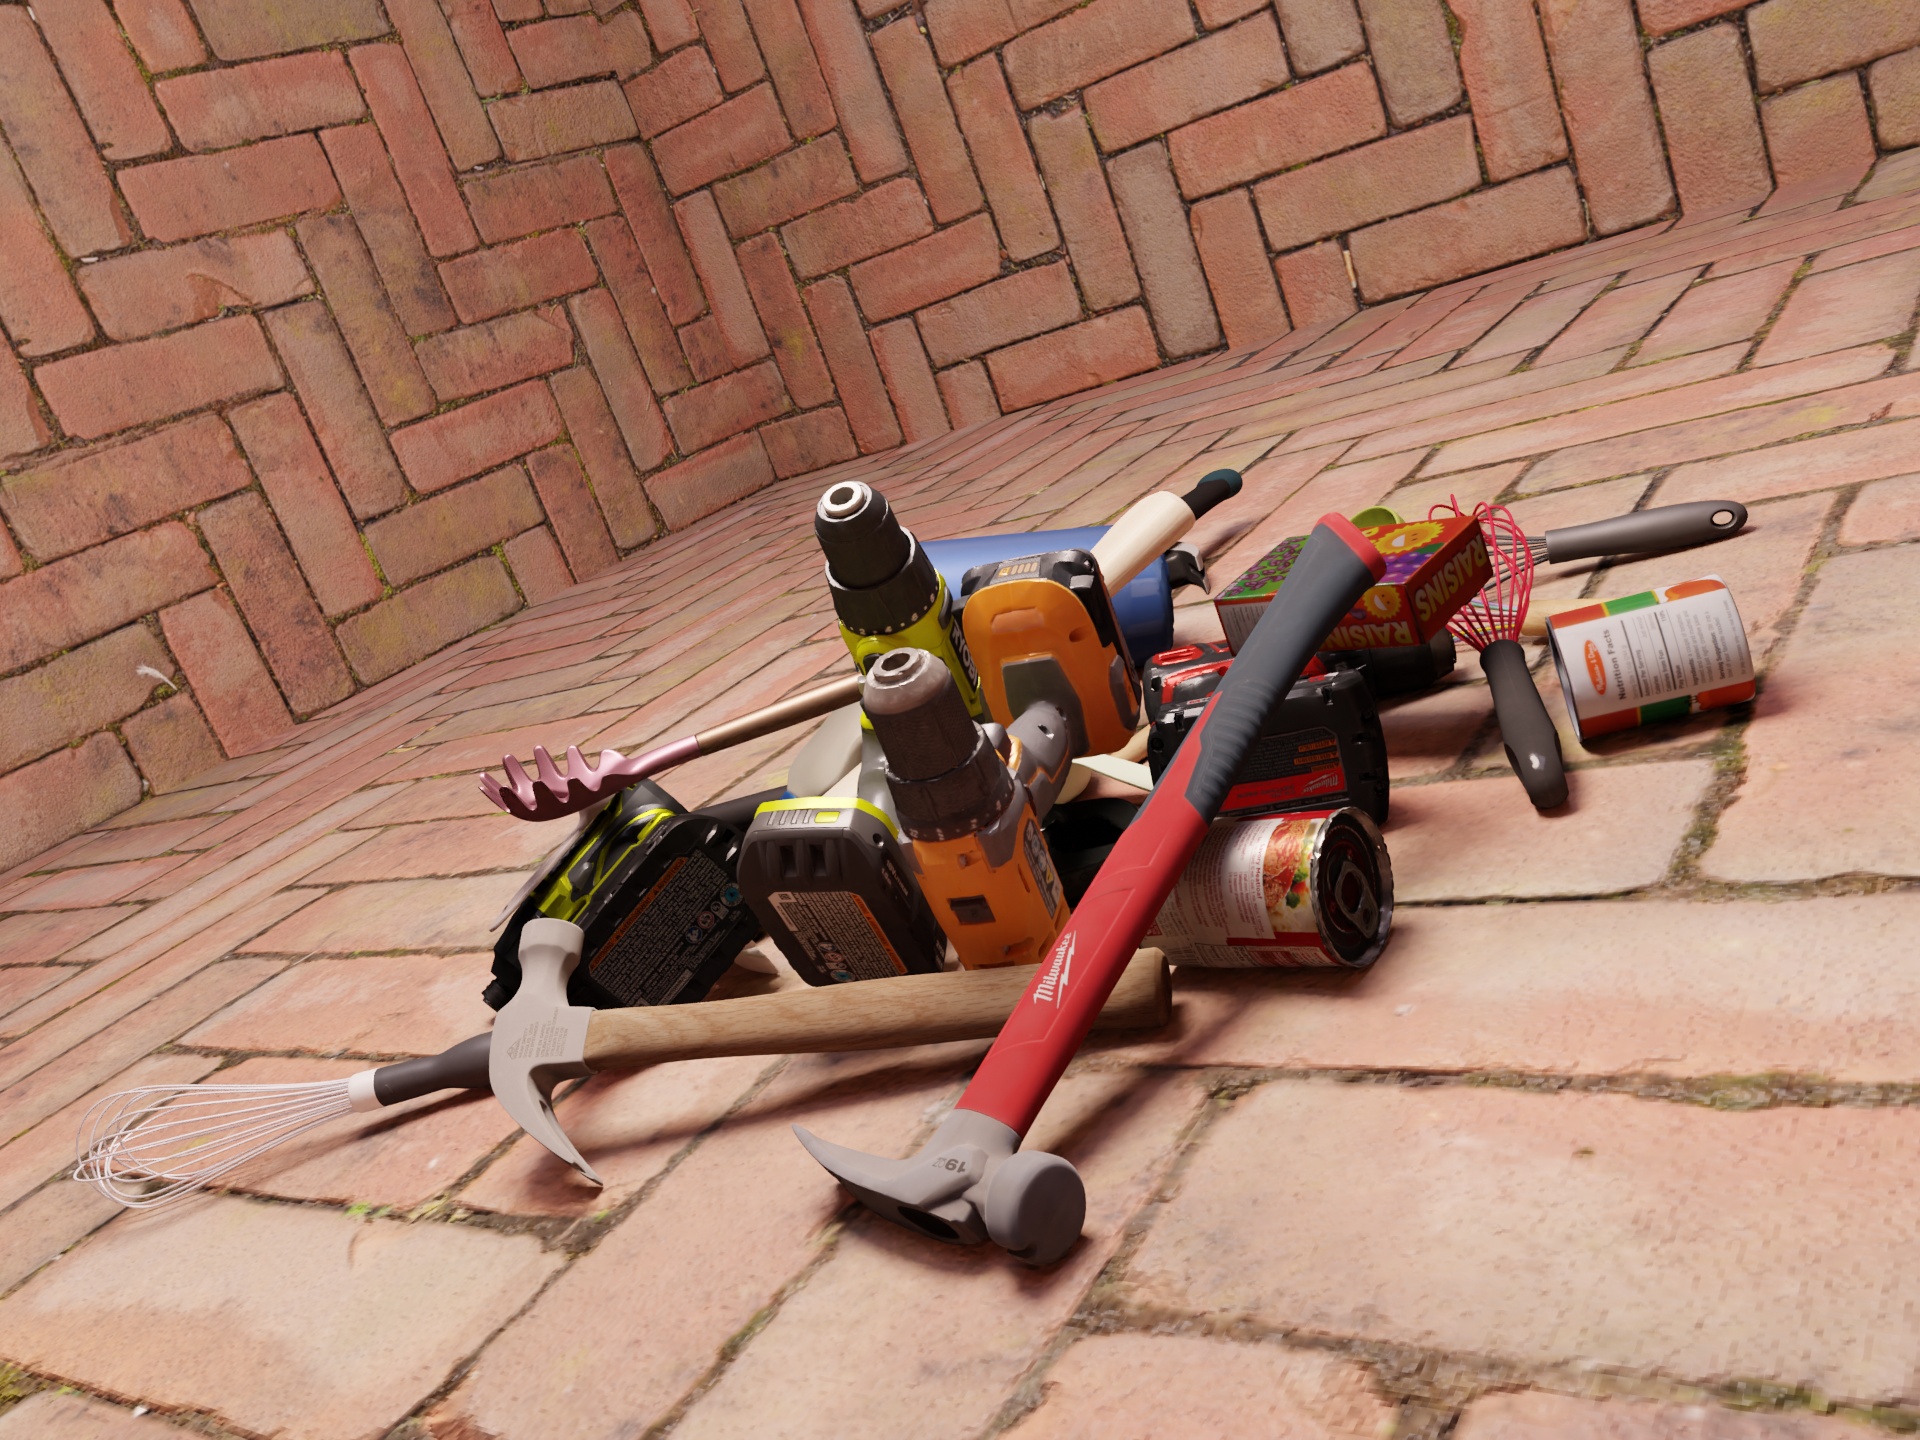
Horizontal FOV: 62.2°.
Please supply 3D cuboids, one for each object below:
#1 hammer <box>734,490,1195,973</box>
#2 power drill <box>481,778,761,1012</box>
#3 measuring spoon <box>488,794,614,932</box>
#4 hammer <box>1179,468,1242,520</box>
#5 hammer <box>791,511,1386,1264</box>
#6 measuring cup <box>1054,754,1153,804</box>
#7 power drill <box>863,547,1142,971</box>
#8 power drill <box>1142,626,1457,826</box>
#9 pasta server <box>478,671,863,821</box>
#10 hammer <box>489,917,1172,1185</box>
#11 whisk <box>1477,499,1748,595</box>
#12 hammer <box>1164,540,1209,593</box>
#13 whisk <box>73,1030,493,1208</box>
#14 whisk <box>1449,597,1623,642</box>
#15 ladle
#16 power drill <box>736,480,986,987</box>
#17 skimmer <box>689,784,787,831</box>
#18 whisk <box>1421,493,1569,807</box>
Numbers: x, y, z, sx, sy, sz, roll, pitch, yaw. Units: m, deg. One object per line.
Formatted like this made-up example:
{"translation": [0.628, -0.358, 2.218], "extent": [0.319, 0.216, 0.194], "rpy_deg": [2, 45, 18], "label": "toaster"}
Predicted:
{"translation": [-0.002, -0.003, 0.999], "extent": [0.410, 0.038, 0.146], "rpy_deg": [-42, 21, -11], "label": "hammer"}
{"translation": [-0.207, 0.118, 0.944], "extent": [0.171, 0.080, 0.223], "rpy_deg": [-51, 20, -16], "label": "power drill"}
{"translation": [-0.258, 0.080, 0.998], "extent": [0.124, 0.018, 0.034], "rpy_deg": [-54, 18, -24], "label": "measuring spoon"}
{"translation": [0.160, -0.159, 1.401], "extent": [0.128, 0.033, 0.331], "rpy_deg": [-10, 18, 41], "label": "hammer"}
{"translation": [0.077, 0.049, 0.693], "extent": [0.143, 0.038, 0.386], "rpy_deg": [-2, 44, 49], "label": "hammer"}
{"translation": [0.079, 0.039, 0.983], "extent": [0.168, 0.038, 0.083], "rpy_deg": [17, 35, 40], "label": "measuring cup"}
{"translation": [0.021, -0.001, 0.798], "extent": [0.084, 0.185, 0.226], "rpy_deg": [-8, 34, 23], "label": "power drill"}
{"translation": [0.194, -0.007, 0.898], "extent": [0.188, 0.080, 0.227], "rpy_deg": [-10, 13, 12], "label": "power drill"}
{"translation": [-0.139, -0.001, 0.986], "extent": [0.316, 0.040, 0.060], "rpy_deg": [-20, 23, -6], "label": "pasta server"}
{"translation": [-0.068, 0.141, 0.735], "extent": [0.331, 0.031, 0.130], "rpy_deg": [-8, 55, 16], "label": "hammer"}
{"translation": [0.393, -0.112, 1.058], "extent": [0.239, 0.055, 0.055], "rpy_deg": [-10, 18, 22], "label": "whisk"}
{"translation": [0.063, -0.078, 1.383], "extent": [0.335, 0.035, 0.146], "rpy_deg": [-25, 15, -14], "label": "hammer"}
{"translation": [-0.365, 0.219, 0.902], "extent": [0.284, 0.070, 0.070], "rpy_deg": [-15, 16, 2], "label": "whisk"}
{"translation": [0.330, -0.067, 0.984], "extent": [0.047, 0.051, 0.245], "rpy_deg": [-25, 18, -37], "label": "whisk"}
{"translation": [0.205, -0.057, 1.090], "extent": [0.320, 0.062, 0.078], "rpy_deg": [-34, 9, -31], "label": "ladle"}
{"translation": [-0.046, 0.007, 0.834], "extent": [0.080, 0.190, 0.229], "rpy_deg": [-4, 51, 18], "label": "power drill"}
{"translation": [-0.064, 0.010, 1.140], "extent": [0.363, 0.090, 0.127], "rpy_deg": [-16, 19, 18], "label": "skimmer"}
{"translation": [0.290, -0.044, 0.864], "extent": [0.073, 0.073, 0.296], "rpy_deg": [-16, 30, 17], "label": "whisk"}
